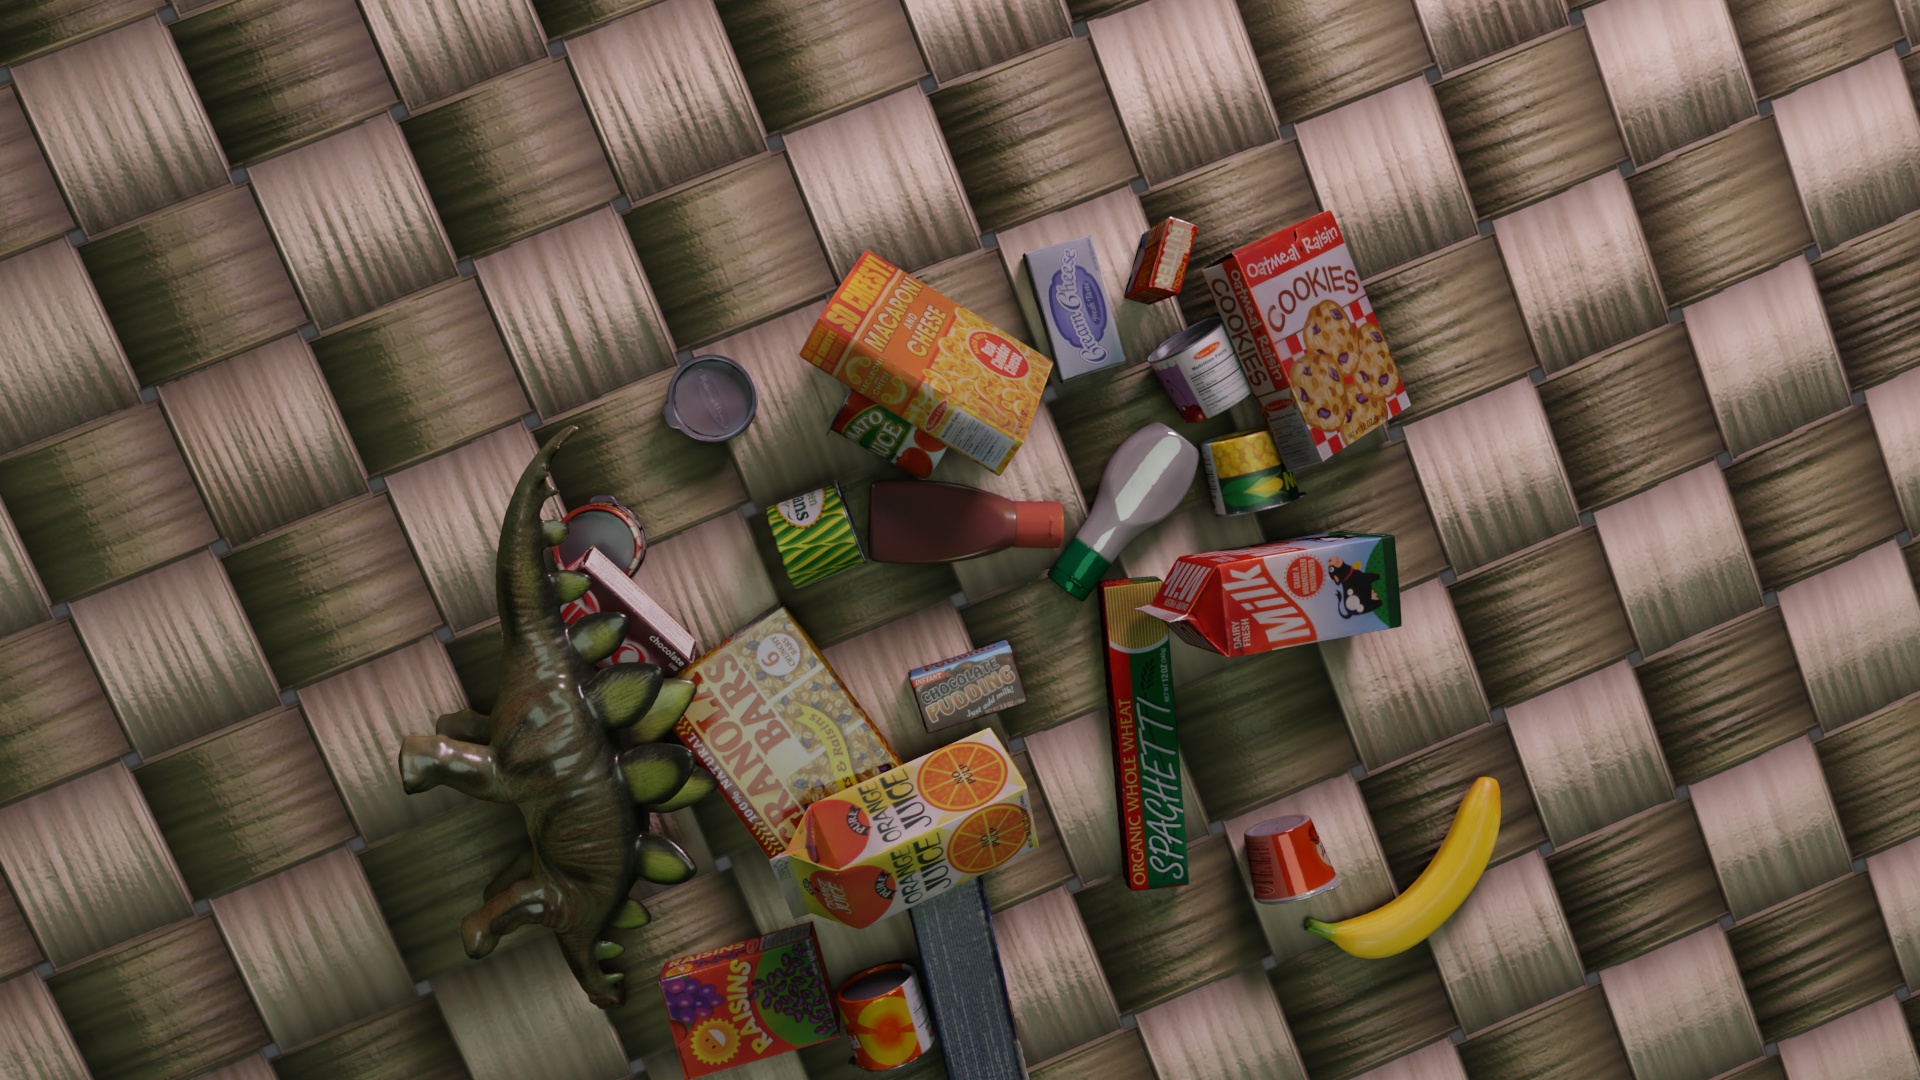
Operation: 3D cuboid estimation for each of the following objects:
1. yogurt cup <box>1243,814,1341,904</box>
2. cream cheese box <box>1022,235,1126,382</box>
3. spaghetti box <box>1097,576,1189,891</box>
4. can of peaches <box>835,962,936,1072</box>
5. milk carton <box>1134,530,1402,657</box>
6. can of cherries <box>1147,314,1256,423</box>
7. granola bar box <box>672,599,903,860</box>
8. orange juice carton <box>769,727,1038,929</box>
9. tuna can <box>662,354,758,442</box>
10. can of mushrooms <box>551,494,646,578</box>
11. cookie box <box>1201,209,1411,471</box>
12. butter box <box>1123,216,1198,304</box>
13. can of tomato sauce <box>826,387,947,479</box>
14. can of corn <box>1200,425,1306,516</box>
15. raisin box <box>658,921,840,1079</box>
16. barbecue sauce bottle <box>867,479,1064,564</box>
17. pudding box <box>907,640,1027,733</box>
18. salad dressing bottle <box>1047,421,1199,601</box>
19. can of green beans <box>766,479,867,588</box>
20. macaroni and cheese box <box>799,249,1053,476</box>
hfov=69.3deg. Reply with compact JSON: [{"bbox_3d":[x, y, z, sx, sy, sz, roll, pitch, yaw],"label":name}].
[{"bbox_3d":[0.259,0.252,1.102,0.072,0.072,0.054,-17,88,-3],"label":"yogurt cup"},{"bbox_3d":[0.088,-0.179,1.071,0.053,0.024,0.103,-17,96,-3],"label":"cream cheese box"},{"bbox_3d":[0.146,0.154,1.101,0.050,0.029,0.249,-6,95,-4],"label":"spaghetti box"},{"bbox_3d":[-0.061,0.371,1.082,0.071,0.071,0.058,-16,96,-3],"label":"can of peaches"},{"bbox_3d":[0.233,0.042,1.062,0.191,0.072,0.073,-8,96,-14],"label":"milk carton"},{"bbox_3d":[0.186,-0.131,1.063,0.071,0.071,0.058,-33,103,-1],"label":"can of cherries"},{"bbox_3d":[-0.139,0.149,1.071,0.124,0.039,0.165,-36,97,-1],"label":"granola bar box"},{"bbox_3d":[-0.044,0.223,1.041,0.193,0.073,0.071,-22,129,-13],"label":"orange juice carton"},{"bbox_3d":[-0.189,-0.106,1.049,0.071,0.033,0.071,0,95,-5],"label":"tuna can"},{"bbox_3d":[-0.273,0.002,1.050,0.071,0.033,0.071,0,95,-4],"label":"can of mushrooms"},{"bbox_3d":[0.265,-0.153,1.052,0.123,0.040,0.167,-29,97,-35],"label":"cookie box"},{"bbox_3d":[0.148,-0.207,1.035,0.024,0.103,0.053,15,95,-5],"label":"butter box"},{"bbox_3d":[-0.048,-0.091,1.045,0.083,0.071,0.071,28,92,-7],"label":"can of tomato sauce"},{"bbox_3d":[0.225,-0.055,1.072,0.071,0.071,0.058,-15,96,-3],"label":"can of corn"},{"bbox_3d":[-0.164,0.360,1.086,0.123,0.040,0.086,-15,97,-3],"label":"raisin box"},{"bbox_3d":[0.004,-0.013,1.068,0.149,0.044,0.064,1,96,-6],"label":"barbecue sauce bottle"},{"bbox_3d":[0.006,0.114,1.085,0.084,0.030,0.049,-17,95,-4],"label":"pudding box"},{"bbox_3d":[0.124,-0.021,1.078,0.064,0.044,0.147,37,92,-8],"label":"salad dressing bottle"},{"bbox_3d":[-0.108,-0.004,1.048,0.058,0.071,0.071,-20,96,-2],"label":"can of green beans"},{"bbox_3d":[-0.022,-0.132,1.018,0.166,0.124,0.040,30,127,-6],"label":"macaroni and cheese box"}]
